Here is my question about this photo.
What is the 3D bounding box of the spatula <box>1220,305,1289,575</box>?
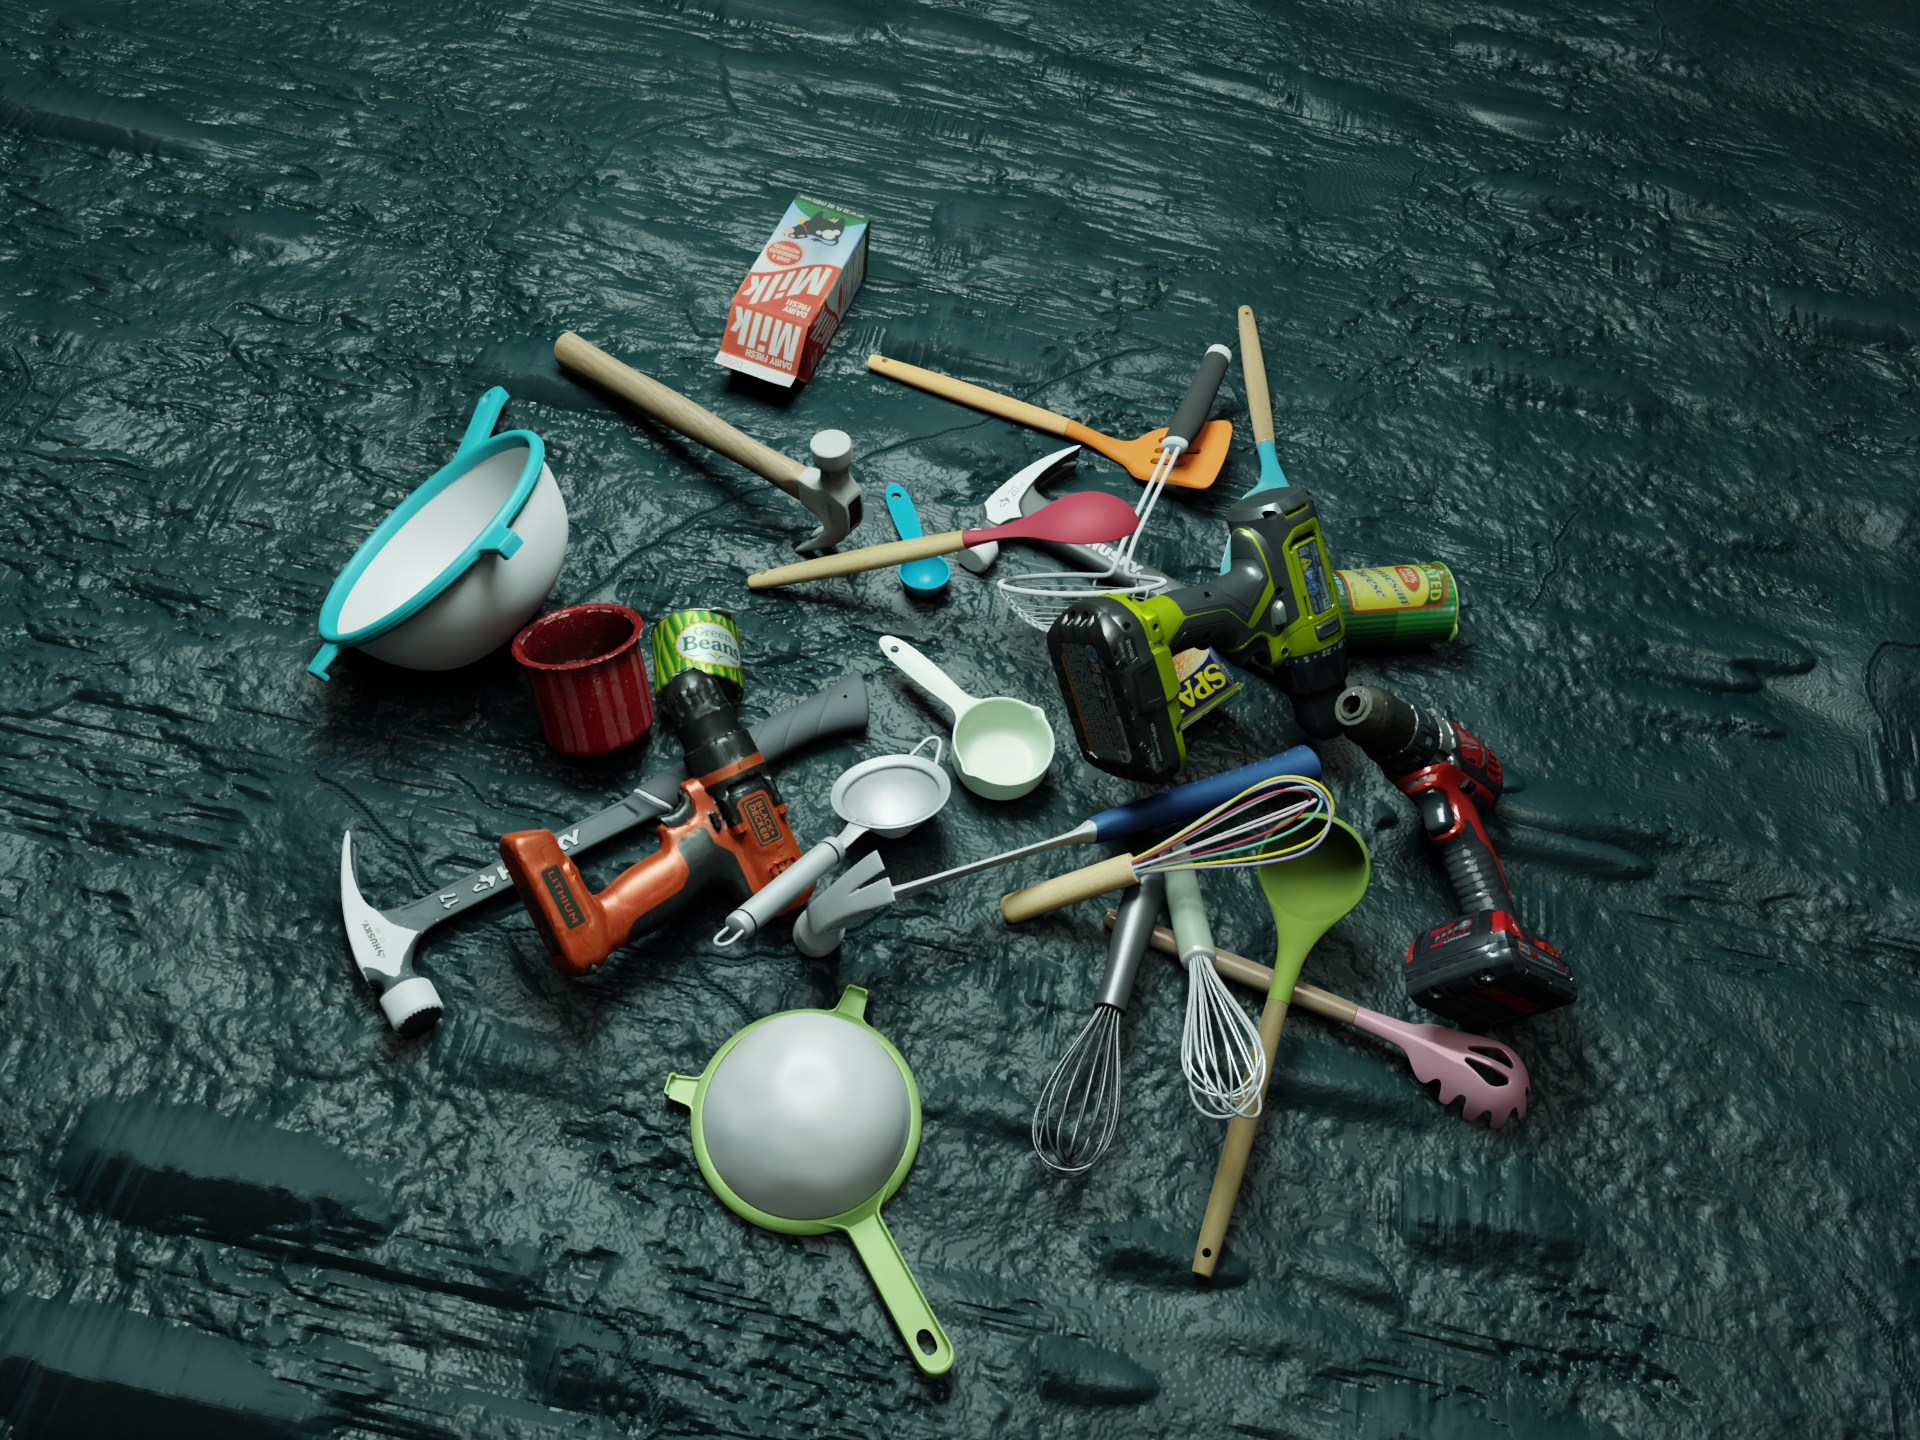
[{"bbox_3d":[0.262,-0.252,1.401,0.082,0.044,0.318,4,53,-4],"label":"spatula"}]

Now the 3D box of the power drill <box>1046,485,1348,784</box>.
[{"bbox_3d":[0.188,-0.044,1.146,0.228,0.080,0.190,-27,108,-27],"label":"power drill"}]

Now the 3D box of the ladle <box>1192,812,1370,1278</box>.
[{"bbox_3d":[0.205,0.210,1.063,0.078,0.062,0.320,13,67,19],"label":"ladle"}]

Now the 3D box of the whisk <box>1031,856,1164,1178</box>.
[{"bbox_3d":[0.100,0.196,1.081,0.055,0.055,0.239,19,60,5],"label":"whisk"}]

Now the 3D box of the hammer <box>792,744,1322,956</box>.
[{"bbox_3d":[0.085,0.081,1.123,0.405,0.144,0.035,-15,75,-23],"label":"hammer"}]

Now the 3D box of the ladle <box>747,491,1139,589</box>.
[{"bbox_3d":[-0.020,-0.133,1.216,0.315,0.031,0.069,-9,30,19],"label":"ladle"}]

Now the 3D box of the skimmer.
[{"bbox_3d":[0.144,-0.200,1.269,0.127,0.090,0.363,6,53,32],"label":"skimmer"}]

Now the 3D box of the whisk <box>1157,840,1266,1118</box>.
[{"bbox_3d":[0.164,0.169,1.079,0.059,0.058,0.247,34,29,-26],"label":"whisk"}]

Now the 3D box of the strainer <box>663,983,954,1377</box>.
[{"bbox_3d":[-0.072,0.286,0.997,0.151,0.069,0.257,-24,62,-20],"label":"strainer"}]

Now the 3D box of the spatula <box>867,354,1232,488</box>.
[{"bbox_3d":[0.071,-0.268,1.375,0.322,0.041,0.081,20,59,6],"label":"spatula"}]

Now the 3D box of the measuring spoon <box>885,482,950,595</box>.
[{"bbox_3d":[-0.041,-0.146,1.304,0.042,0.021,0.129,-10,51,-12],"label":"measuring spoon"}]

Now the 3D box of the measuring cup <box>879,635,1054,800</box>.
[{"bbox_3d":[-0.002,-0.004,1.206,0.168,0.038,0.083,41,62,20],"label":"measuring cup"}]

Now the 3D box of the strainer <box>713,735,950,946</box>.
[{"bbox_3d":[-0.085,0.087,1.088,0.087,0.050,0.258,15,33,28],"label":"strainer"}]

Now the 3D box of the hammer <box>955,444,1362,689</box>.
[{"bbox_3d":[0.172,-0.104,1.290,0.335,0.035,0.146,31,61,12],"label":"hammer"}]

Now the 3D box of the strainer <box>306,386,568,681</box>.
[{"bbox_3d":[-0.363,-0.147,1.219,0.211,0.095,0.341,-29,33,18],"label":"strainer"}]

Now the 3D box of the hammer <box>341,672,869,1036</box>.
[{"bbox_3d":[-0.240,0.064,1.136,0.409,0.036,0.149,-28,64,-22],"label":"hammer"}]

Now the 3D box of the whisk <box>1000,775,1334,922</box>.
[{"bbox_3d":[0.138,0.091,1.097,0.245,0.047,0.051,-21,42,18],"label":"whisk"}]

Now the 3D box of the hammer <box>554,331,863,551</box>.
[{"bbox_3d":[-0.209,-0.237,1.293,0.331,0.129,0.031,31,59,25],"label":"hammer"}]

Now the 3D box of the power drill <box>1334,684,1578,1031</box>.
[{"bbox_3d":[0.339,0.088,1.118,0.187,0.080,0.227,27,47,-42],"label":"power drill"}]

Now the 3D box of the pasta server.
[{"bbox_3d":[0.249,0.200,1.117,0.316,0.040,0.060,21,58,11],"label":"pasta server"}]
